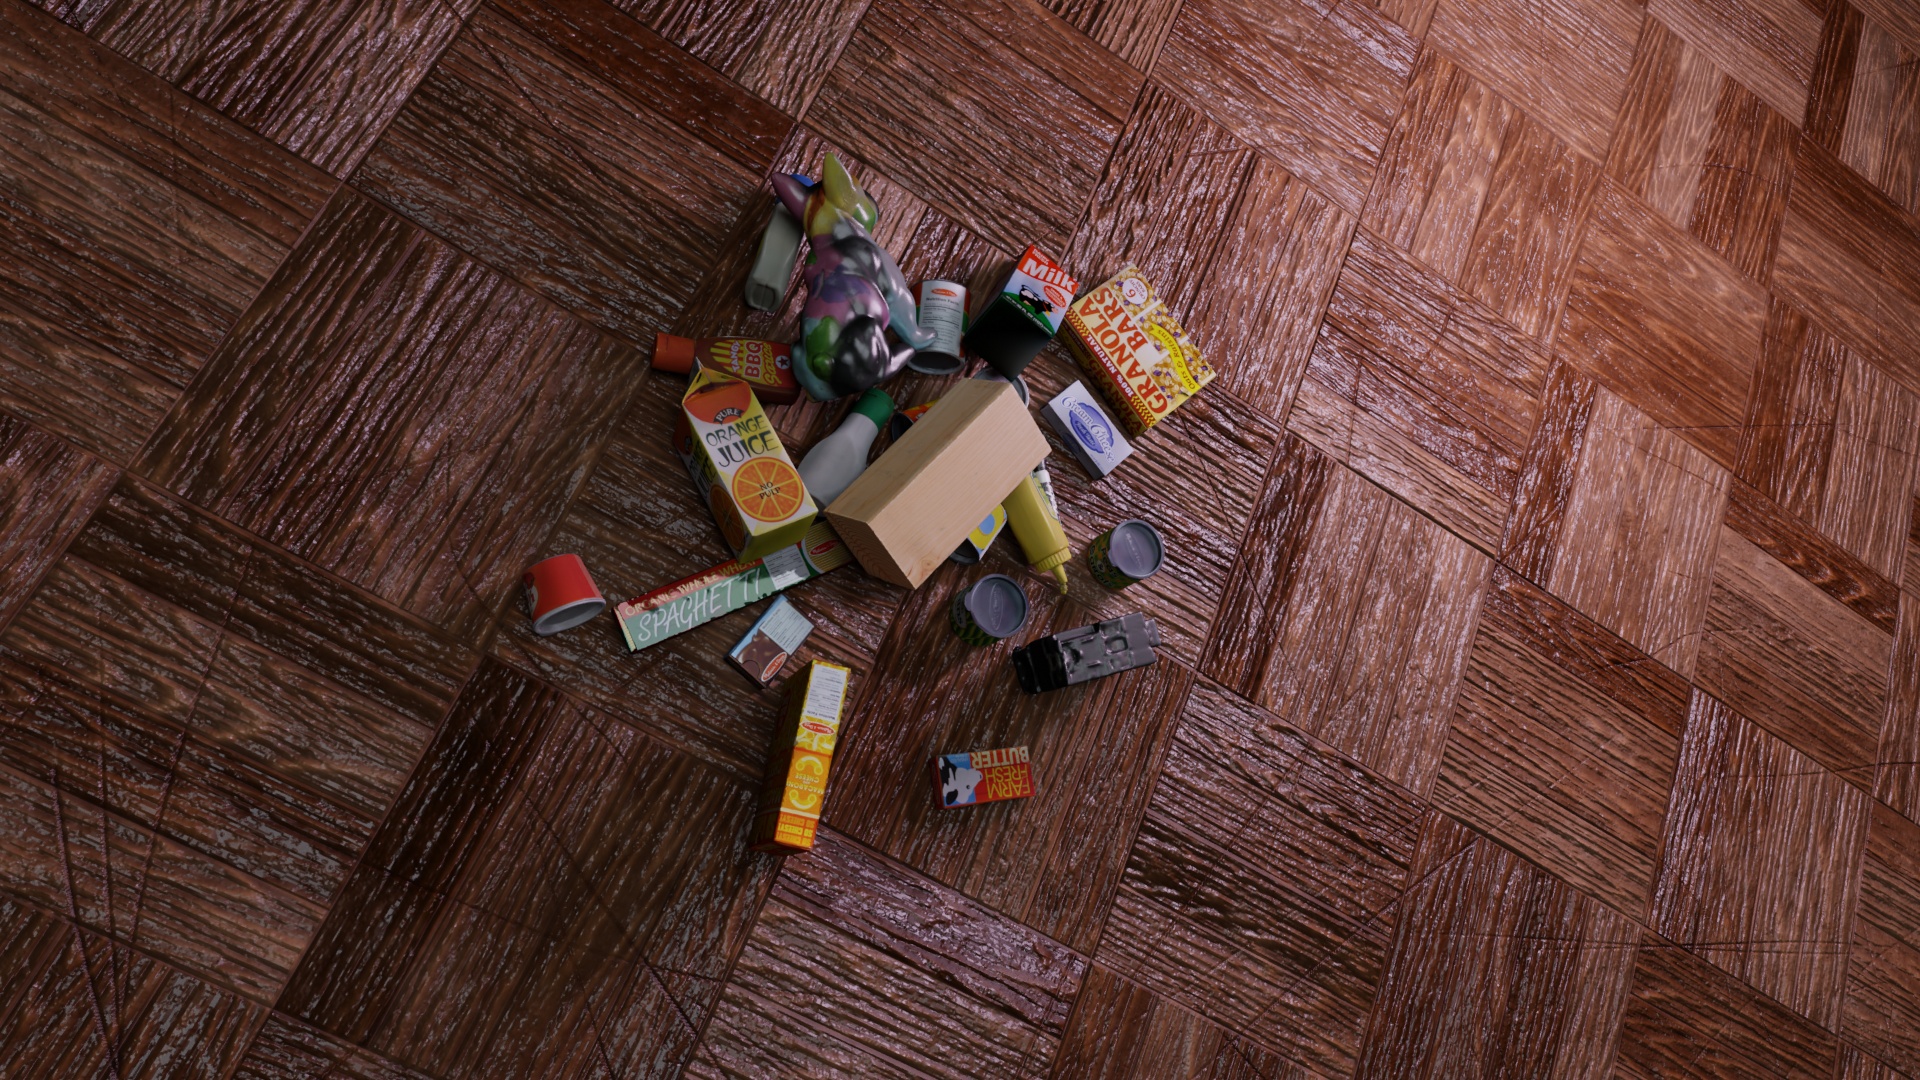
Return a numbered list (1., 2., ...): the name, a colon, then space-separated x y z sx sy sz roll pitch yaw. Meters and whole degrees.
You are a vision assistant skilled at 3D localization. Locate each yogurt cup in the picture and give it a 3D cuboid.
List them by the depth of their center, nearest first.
1. yogurt cup: -0.366 0.047 1.272 0.072 0.072 0.054 -19 76 -26

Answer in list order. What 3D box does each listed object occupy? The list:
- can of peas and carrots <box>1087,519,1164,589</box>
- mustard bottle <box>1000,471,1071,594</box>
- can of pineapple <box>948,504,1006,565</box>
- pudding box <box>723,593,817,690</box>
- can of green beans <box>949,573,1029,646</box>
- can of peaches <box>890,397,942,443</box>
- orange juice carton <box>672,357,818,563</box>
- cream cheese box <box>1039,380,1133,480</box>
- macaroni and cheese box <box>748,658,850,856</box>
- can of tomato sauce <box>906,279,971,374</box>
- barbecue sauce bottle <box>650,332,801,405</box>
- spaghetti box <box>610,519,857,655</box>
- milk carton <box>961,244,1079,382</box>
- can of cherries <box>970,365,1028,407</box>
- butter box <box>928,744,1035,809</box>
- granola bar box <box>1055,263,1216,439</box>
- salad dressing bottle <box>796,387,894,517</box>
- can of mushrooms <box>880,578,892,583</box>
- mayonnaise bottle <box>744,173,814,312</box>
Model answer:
1. can of peas and carrots: 0.177 0.017 1.506 0.071 0.058 0.071 6 74 -20
2. mustard bottle: 0.079 -0.017 1.470 0.049 0.065 0.160 -27 88 9
3. can of pineapple: 0.005 -0.018 1.440 0.071 0.070 0.058 39 64 -8
4. pudding box: -0.185 0.098 1.350 0.049 0.030 0.084 42 64 -8
5. can of green beans: 0.029 0.072 1.430 0.071 0.057 0.071 6 74 -21
6. can of peaches: -0.030 -0.111 1.450 0.058 0.071 0.071 -22 85 -27
7. orange juice carton: -0.220 -0.082 1.347 0.073 0.071 0.193 -23 76 -27
8. cream cheese box: 0.141 -0.123 1.550 0.053 0.024 0.104 -40 93 -28
9. macaroni and cheese box: -0.151 0.203 1.282 0.040 0.123 0.167 16 70 -15
10. can of tomato sauce: -0.025 -0.227 1.489 0.071 0.071 0.083 11 72 -20
11. barbecue sauce bottle: -0.235 -0.178 1.399 0.149 0.043 0.065 8 63 -20
12. spaghetti box: -0.216 0.041 1.353 0.251 0.028 0.050 -23 85 -26
13. milk carton: 0.071 -0.257 1.508 0.072 0.073 0.191 38 35 -10
14. can of cherries: 0.032 -0.146 1.492 0.071 0.058 0.071 6 73 -22
15. butter box: 0.023 0.238 1.399 0.104 0.024 0.053 -3 76 -23
16. granola bar box: 0.198 -0.218 1.592 0.125 0.039 0.165 -37 91 -26
17. salad dressing bottle: -0.117 -0.092 1.421 0.064 0.043 0.148 19 60 20
18. can of mushrooms: -0.065 0.009 1.423 0.071 0.033 0.071 6 74 -21
19. mayonnaise bottle: -0.186 -0.314 1.449 0.041 0.064 0.148 17 65 -9
